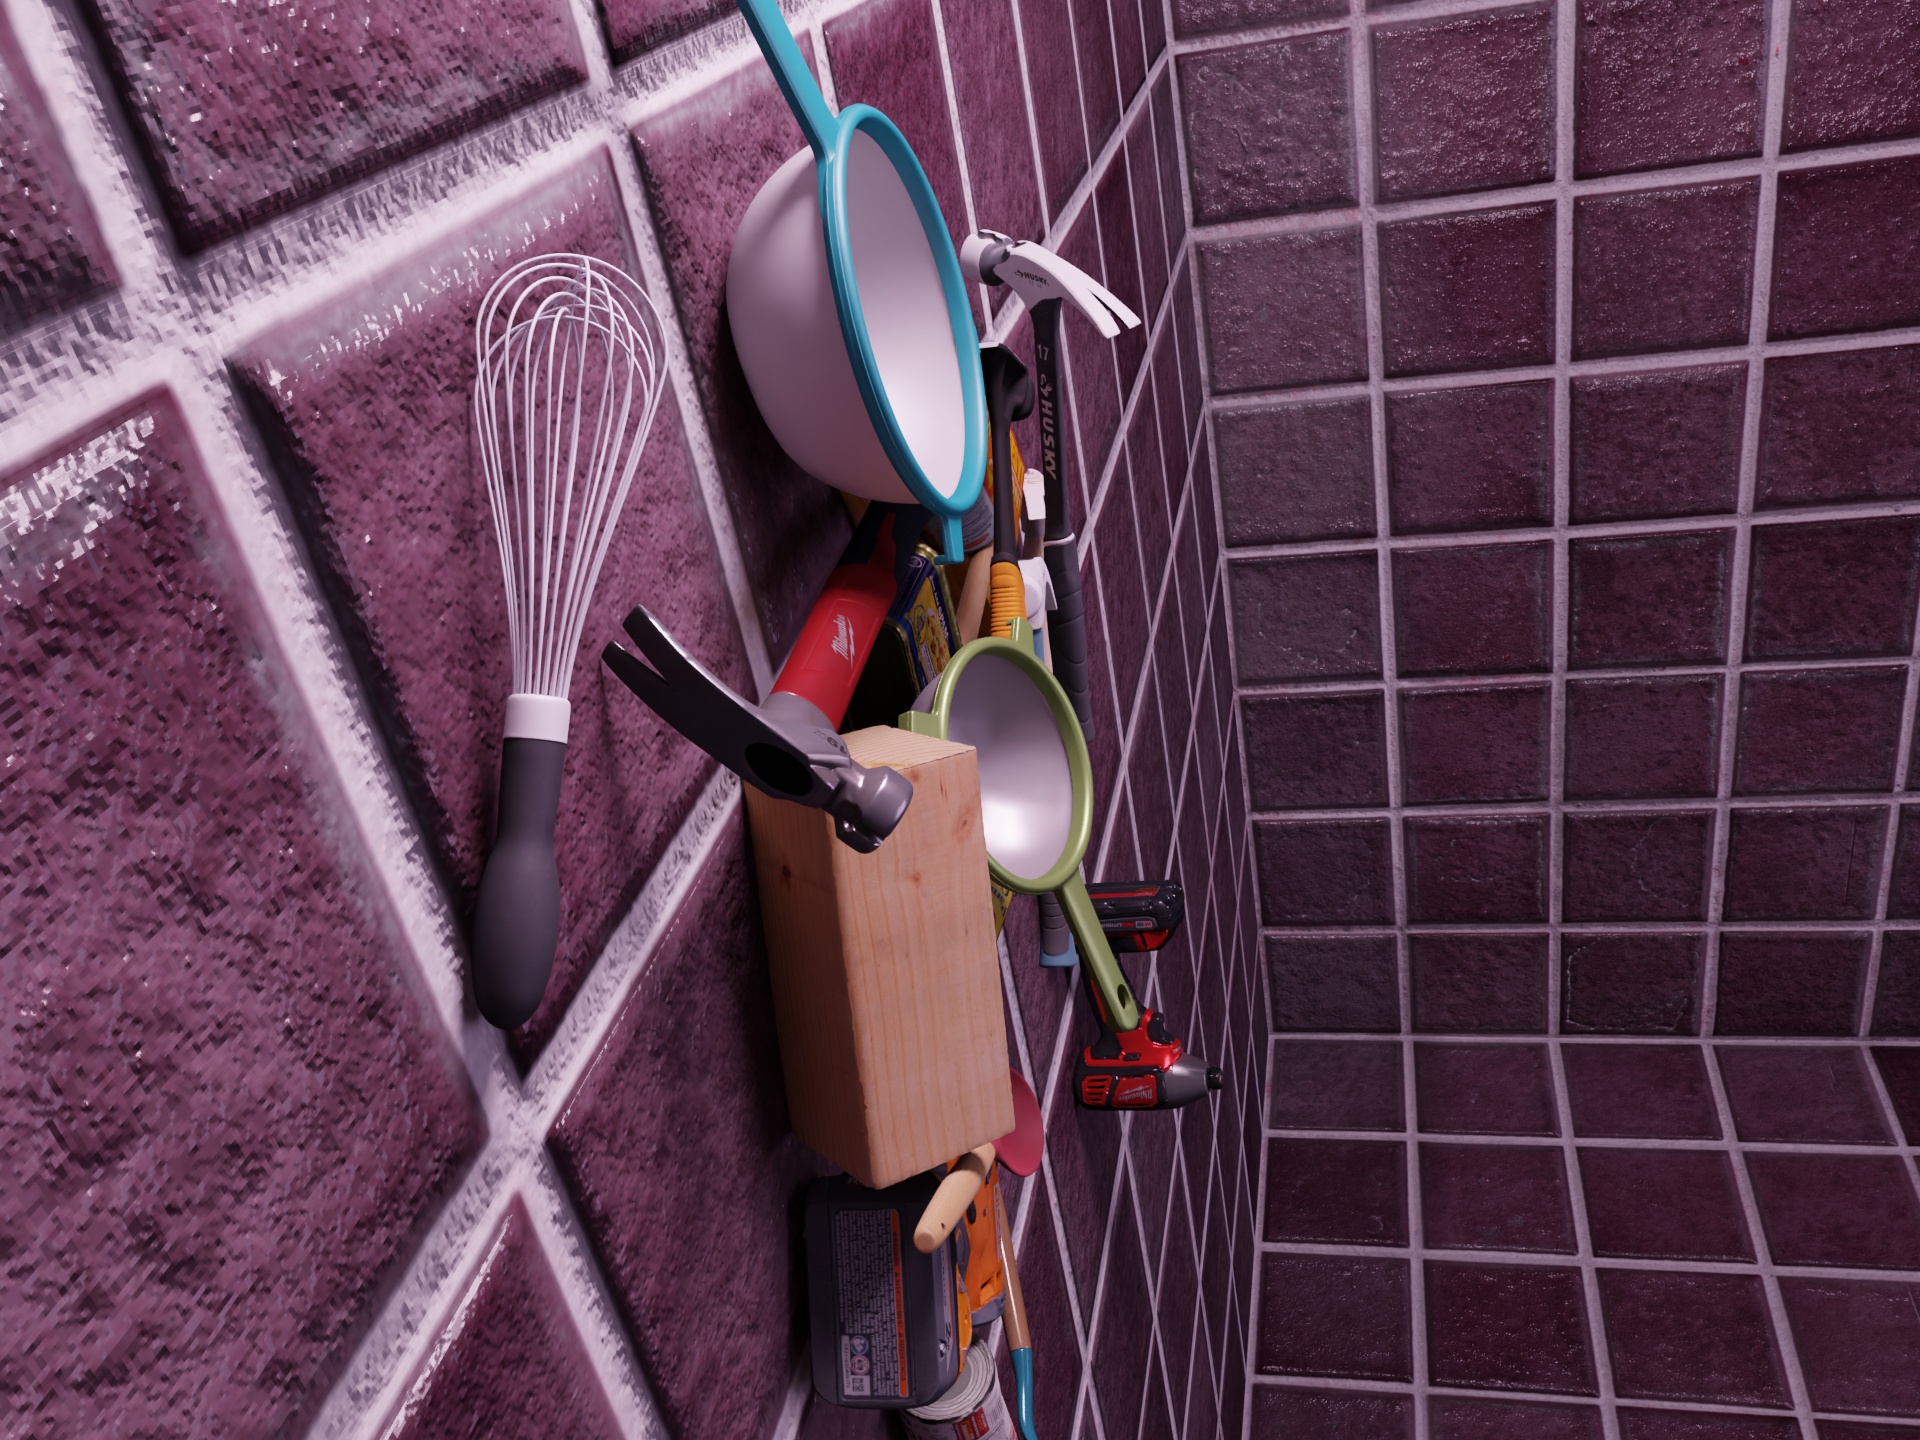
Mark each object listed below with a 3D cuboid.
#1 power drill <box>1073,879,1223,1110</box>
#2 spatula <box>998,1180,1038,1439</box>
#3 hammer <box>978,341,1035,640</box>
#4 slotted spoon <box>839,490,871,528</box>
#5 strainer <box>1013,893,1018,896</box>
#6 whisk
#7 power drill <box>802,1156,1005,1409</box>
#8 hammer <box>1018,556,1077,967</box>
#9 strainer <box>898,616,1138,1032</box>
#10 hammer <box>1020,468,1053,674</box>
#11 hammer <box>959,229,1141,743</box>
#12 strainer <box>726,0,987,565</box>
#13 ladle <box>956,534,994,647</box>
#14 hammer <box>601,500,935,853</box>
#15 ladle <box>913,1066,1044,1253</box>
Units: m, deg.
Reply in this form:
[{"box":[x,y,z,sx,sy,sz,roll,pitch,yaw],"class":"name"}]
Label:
[{"box":[0.173,0.270,1.531,0.078,0.143,0.219,-31,116,-69],"class":"power drill"},{"box":[0.046,0.397,1.072,0.082,0.044,0.318,76,0,-53],"class":"spatula"},{"box":[0.030,-0.066,1.002,0.127,0.034,0.337,5,81,-76],"class":"hammer"},{"box":[-0.036,-0.079,1.046,0.313,0.031,0.070,65,30,-51],"class":"slotted spoon"},{"box":[0.036,0.077,1.257,0.258,0.050,0.086,-66,166,-70],"class":"strainer"},{"box":[-0.149,-0.032,0.577,0.070,0.070,0.285,24,69,-73],"class":"whisk"},{"box":[-0.024,0.293,0.934,0.226,0.084,0.164,21,65,-77],"class":"power drill"},{"box":[0.061,0.039,1.185,0.128,0.033,0.330,-74,159,-69],"class":"hammer"},{"box":[0.031,0.077,0.938,0.151,0.069,0.256,-44,114,-51],"class":"strainer"},{"box":[0.078,-0.002,1.366,0.146,0.038,0.410,-107,-168,-72],"class":"hammer"},{"box":[0.076,-0.149,1.177,0.036,0.149,0.408,-30,133,-27],"class":"hammer"},{"box":[-0.084,-0.240,0.786,0.340,0.095,0.211,59,27,-46],"class":"strainer"},{"box":[-0.002,-0.003,1.036,0.062,0.078,0.320,45,44,-38],"class":"ladle"},{"box":[-0.063,-0.079,0.828,0.143,0.038,0.387,36,27,-11],"class":"hammer"},{"box":[0.010,0.241,0.864,0.315,0.031,0.069,18,50,-80],"class":"ladle"}]
